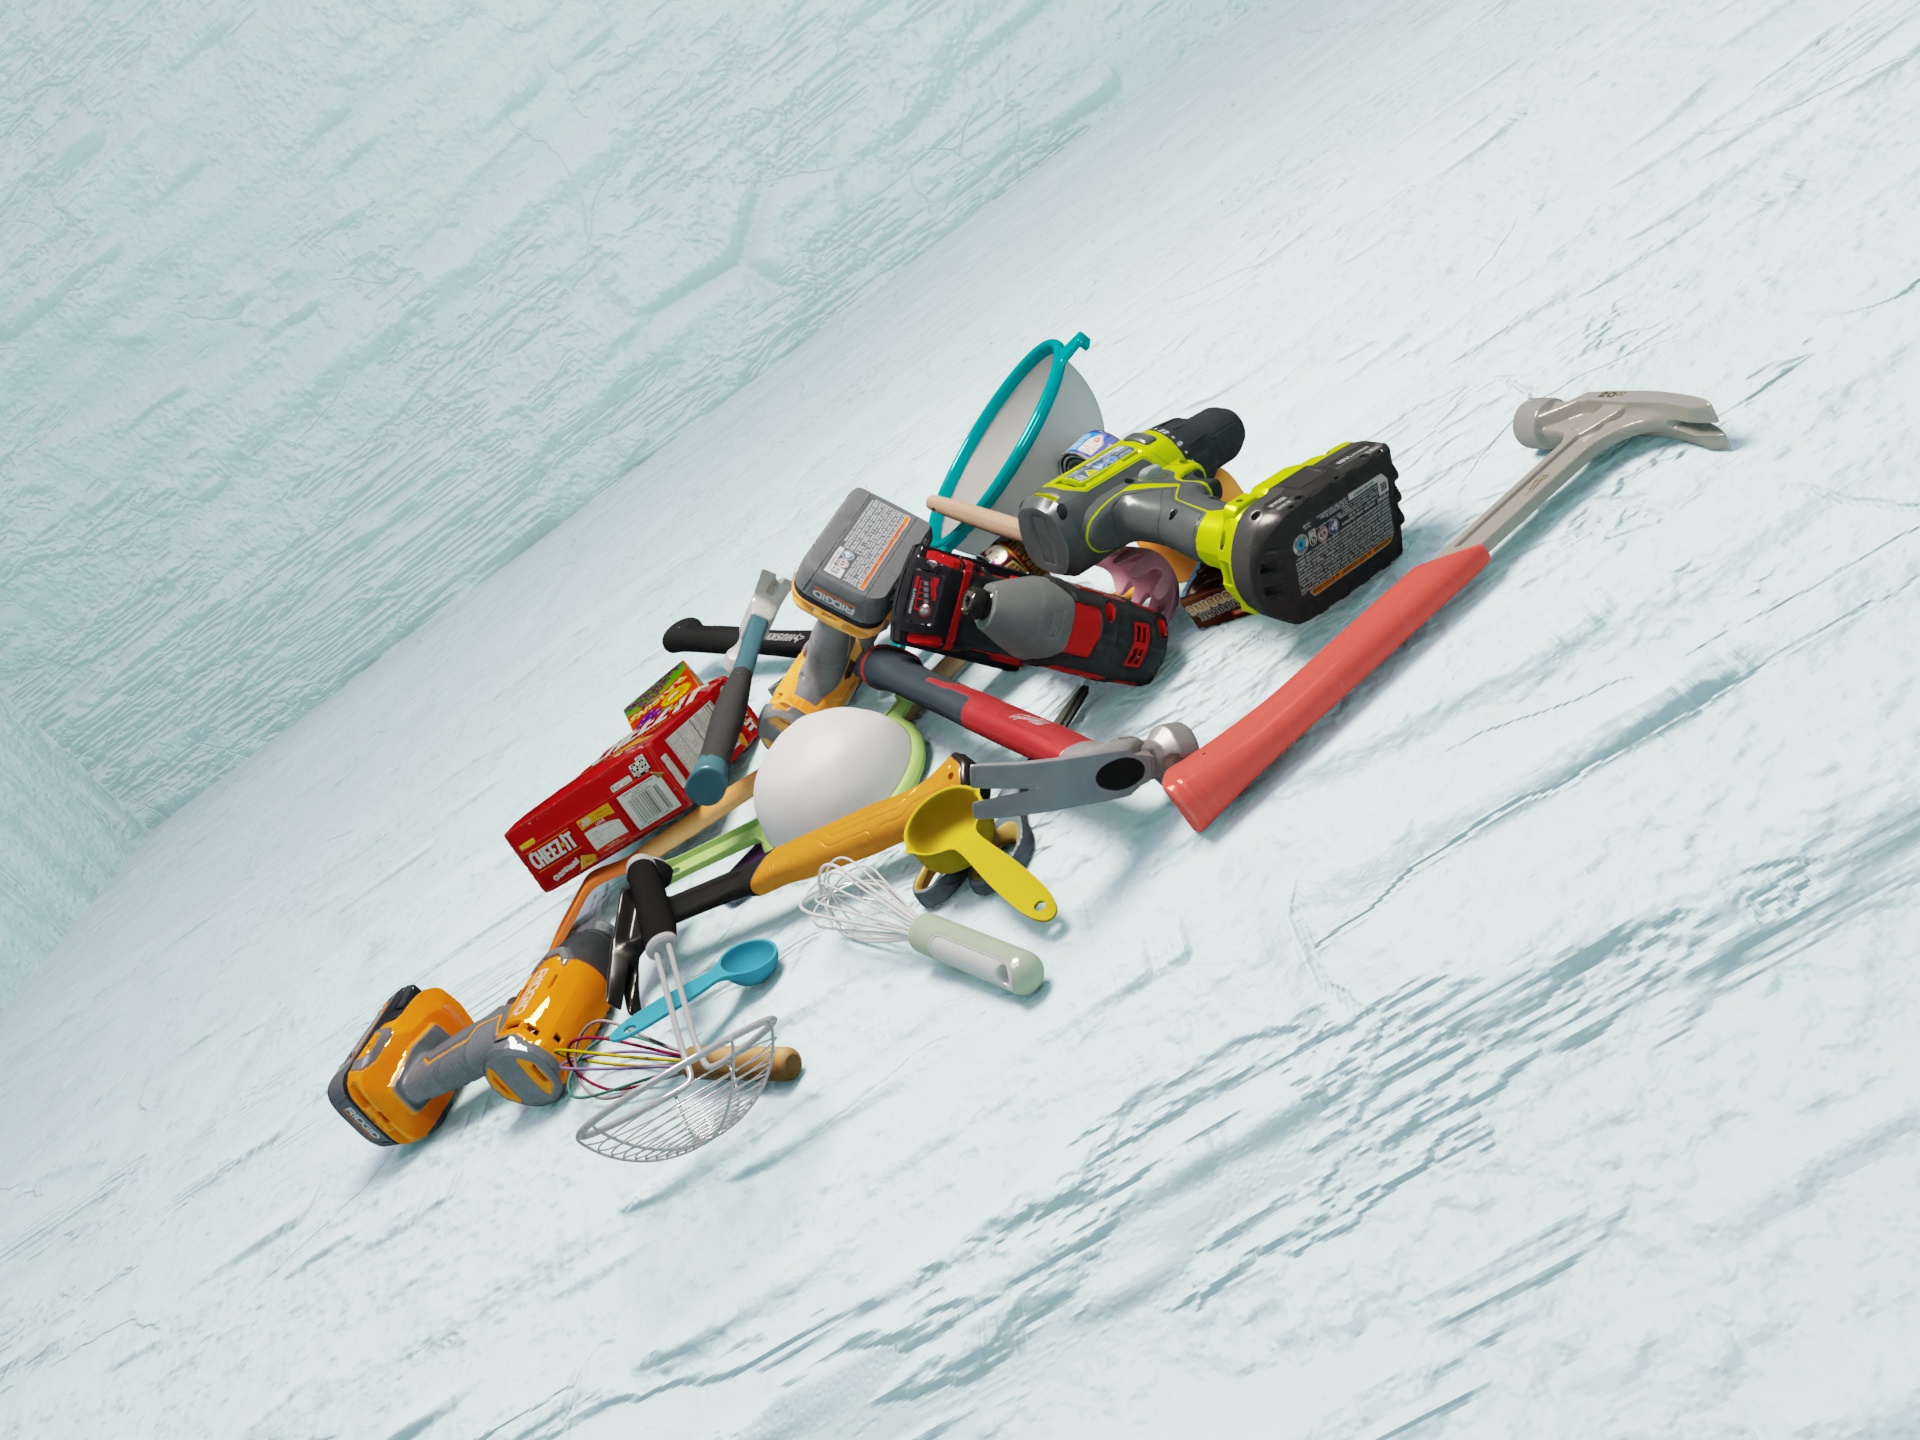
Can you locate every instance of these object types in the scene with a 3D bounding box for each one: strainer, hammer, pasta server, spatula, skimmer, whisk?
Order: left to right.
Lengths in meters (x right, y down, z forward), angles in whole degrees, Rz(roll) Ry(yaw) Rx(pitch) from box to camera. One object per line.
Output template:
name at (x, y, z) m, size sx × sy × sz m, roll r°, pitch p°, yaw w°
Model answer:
skimmer at (-0.197, 0.155, 1.014) m, size 0.127 × 0.090 × 0.364 m, roll -32°, pitch 29°, yaw -3°
whisk at (-0.191, 0.224, 1.038) m, size 0.245 × 0.047 × 0.051 m, roll -11°, pitch 34°, yaw 43°
spatula at (-0.240, 0.107, 1.332) m, size 0.322 × 0.041 × 0.081 m, roll -33°, pitch 22°, yaw 15°
hammer at (-0.188, -0.026, 1.335) m, size 0.331 × 0.033 × 0.128 m, roll -88°, pitch 22°, yaw -62°
hammer at (-0.209, -0.075, 1.599) m, size 0.335 × 0.035 × 0.146 m, roll 6°, pitch 49°, yaw 51°
strainer at (-0.151, 0.057, 1.217) m, size 0.256 × 0.069 × 0.152 m, roll -26°, pitch 33°, yaw 16°
hammer at (-0.120, 0.106, 1.117) m, size 0.337 × 0.034 × 0.127 m, roll -25°, pitch 44°, yaw 29°
spatula at (-0.077, 0.028, 1.265) m, size 0.316 × 0.018 × 0.060 m, roll -46°, pitch 27°, yaw -15°
whisk at (-0.027, 0.127, 0.967) m, size 0.059 × 0.057 × 0.246 m, roll -16°, pitch 14°, yaw -30°
hammer at (-0.002, -0.003, 1.073) m, size 0.143 × 0.038 × 0.386 m, roll -9°, pitch 15°, yaw -23°
strainer at (0.035, -0.165, 1.392) m, size 0.340 × 0.095 × 0.211 m, roll -64°, pitch 16°, yaw -8°
pasta server at (0.061, -0.134, 1.213) m, size 0.040 × 0.060 × 0.316 m, roll -42°, pitch 37°, yaw -17°
hammer at (0.260, -0.065, 0.903) m, size 0.359 × 0.036 × 0.149 m, roll -41°, pitch 22°, yaw -7°

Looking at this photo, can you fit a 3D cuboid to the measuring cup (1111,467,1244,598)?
measuring cup at (0.136, -0.129, 1.191) m, size 0.173 × 0.052 × 0.095 m, roll -31°, pitch 24°, yaw 14°

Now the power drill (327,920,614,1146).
power drill at (-0.363, 0.237, 1.231) m, size 0.226 × 0.084 × 0.164 m, roll -21°, pitch 27°, yaw 28°

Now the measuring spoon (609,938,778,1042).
measuring spoon at (-0.177, 0.188, 1.070) m, size 0.128 × 0.021 × 0.042 m, roll -29°, pitch 28°, yaw -27°

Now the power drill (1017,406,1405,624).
power drill at (0.175, -0.147, 1.052) m, size 0.190 × 0.080 × 0.229 m, roll -33°, pitch 33°, yaw -26°

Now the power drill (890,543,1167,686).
power drill at (0.036, -0.073, 1.127) m, size 0.220 × 0.143 × 0.078 m, roll 19°, pitch 96°, yaw 65°

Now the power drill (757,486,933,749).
power drill at (-0.092, -0.091, 1.337) m, size 0.185 × 0.084 × 0.226 m, roll -61°, pitch -2°, yaw -40°

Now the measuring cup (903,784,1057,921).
measuring cup at (0.019, 0.089, 0.968) m, size 0.062 × 0.029 × 0.157 m, roll -42°, pitch 37°, yaw -8°
